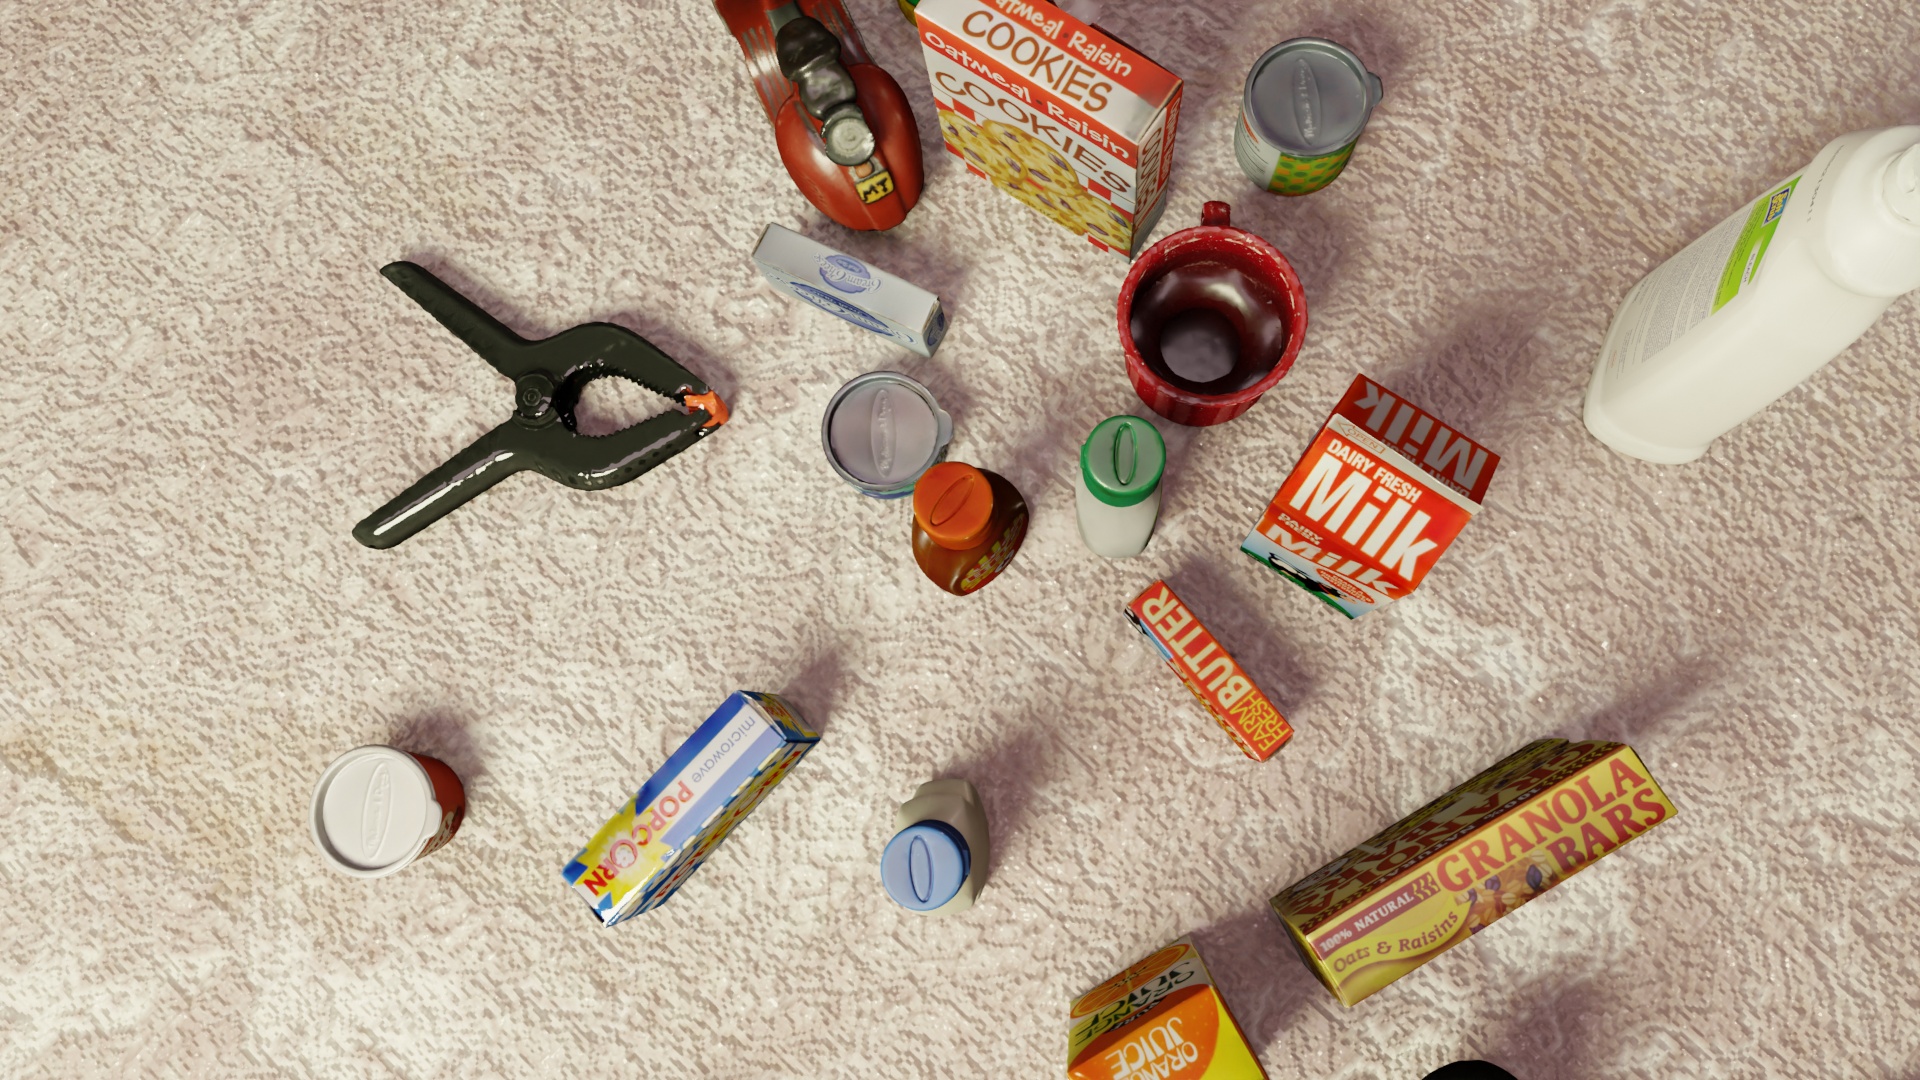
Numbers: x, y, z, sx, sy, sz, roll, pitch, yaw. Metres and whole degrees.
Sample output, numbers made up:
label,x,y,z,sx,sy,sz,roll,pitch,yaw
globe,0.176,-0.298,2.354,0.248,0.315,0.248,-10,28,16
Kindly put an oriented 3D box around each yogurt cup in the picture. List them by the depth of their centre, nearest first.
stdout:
label,x,y,z,sx,sy,sz,roll,pitch,yaw
yogurt cup,-0.300,0.142,0.735,0.072,0.054,0.072,-1,82,5

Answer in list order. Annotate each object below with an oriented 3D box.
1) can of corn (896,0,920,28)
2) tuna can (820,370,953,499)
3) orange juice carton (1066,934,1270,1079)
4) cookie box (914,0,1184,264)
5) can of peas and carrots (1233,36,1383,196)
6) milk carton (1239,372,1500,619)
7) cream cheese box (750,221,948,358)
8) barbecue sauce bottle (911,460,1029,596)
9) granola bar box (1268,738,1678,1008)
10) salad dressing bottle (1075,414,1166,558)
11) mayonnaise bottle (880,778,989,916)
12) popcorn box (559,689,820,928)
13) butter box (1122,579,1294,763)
label,x,y,z,sx,sy,sz,roll,pitch,yaw
can of corn,-0.010,-0.327,0.776,0.071,0.058,0.071,-1,82,5
tuna can,-0.038,-0.056,0.752,0.071,0.033,0.071,-1,82,5
orange juice carton,0.096,0.238,0.617,0.072,0.192,0.073,-30,81,1
cookie box,0.046,-0.211,0.699,0.123,0.167,0.040,33,86,8
can of peas and carrots,0.185,-0.226,0.744,0.071,0.058,0.071,-1,82,5
milk carton,0.188,-0.019,0.647,0.072,0.190,0.073,34,87,8
cream cheese box,-0.058,-0.135,0.755,0.104,0.053,0.024,25,85,8
barbecue sauce bottle,0.002,-0.009,0.683,0.044,0.148,0.065,40,87,9
granola bar box,0.231,0.150,0.653,0.165,0.124,0.039,-31,81,0
salad dressing bottle,0.078,-0.028,0.680,0.044,0.147,0.064,2,83,5
mayonnaise bottle,-0.011,0.148,0.662,0.041,0.148,0.065,-6,82,4
popcorn box,-0.134,0.133,0.706,0.038,0.085,0.127,44,88,9
butter box,0.126,0.067,0.710,0.024,0.053,0.103,-40,81,-1
